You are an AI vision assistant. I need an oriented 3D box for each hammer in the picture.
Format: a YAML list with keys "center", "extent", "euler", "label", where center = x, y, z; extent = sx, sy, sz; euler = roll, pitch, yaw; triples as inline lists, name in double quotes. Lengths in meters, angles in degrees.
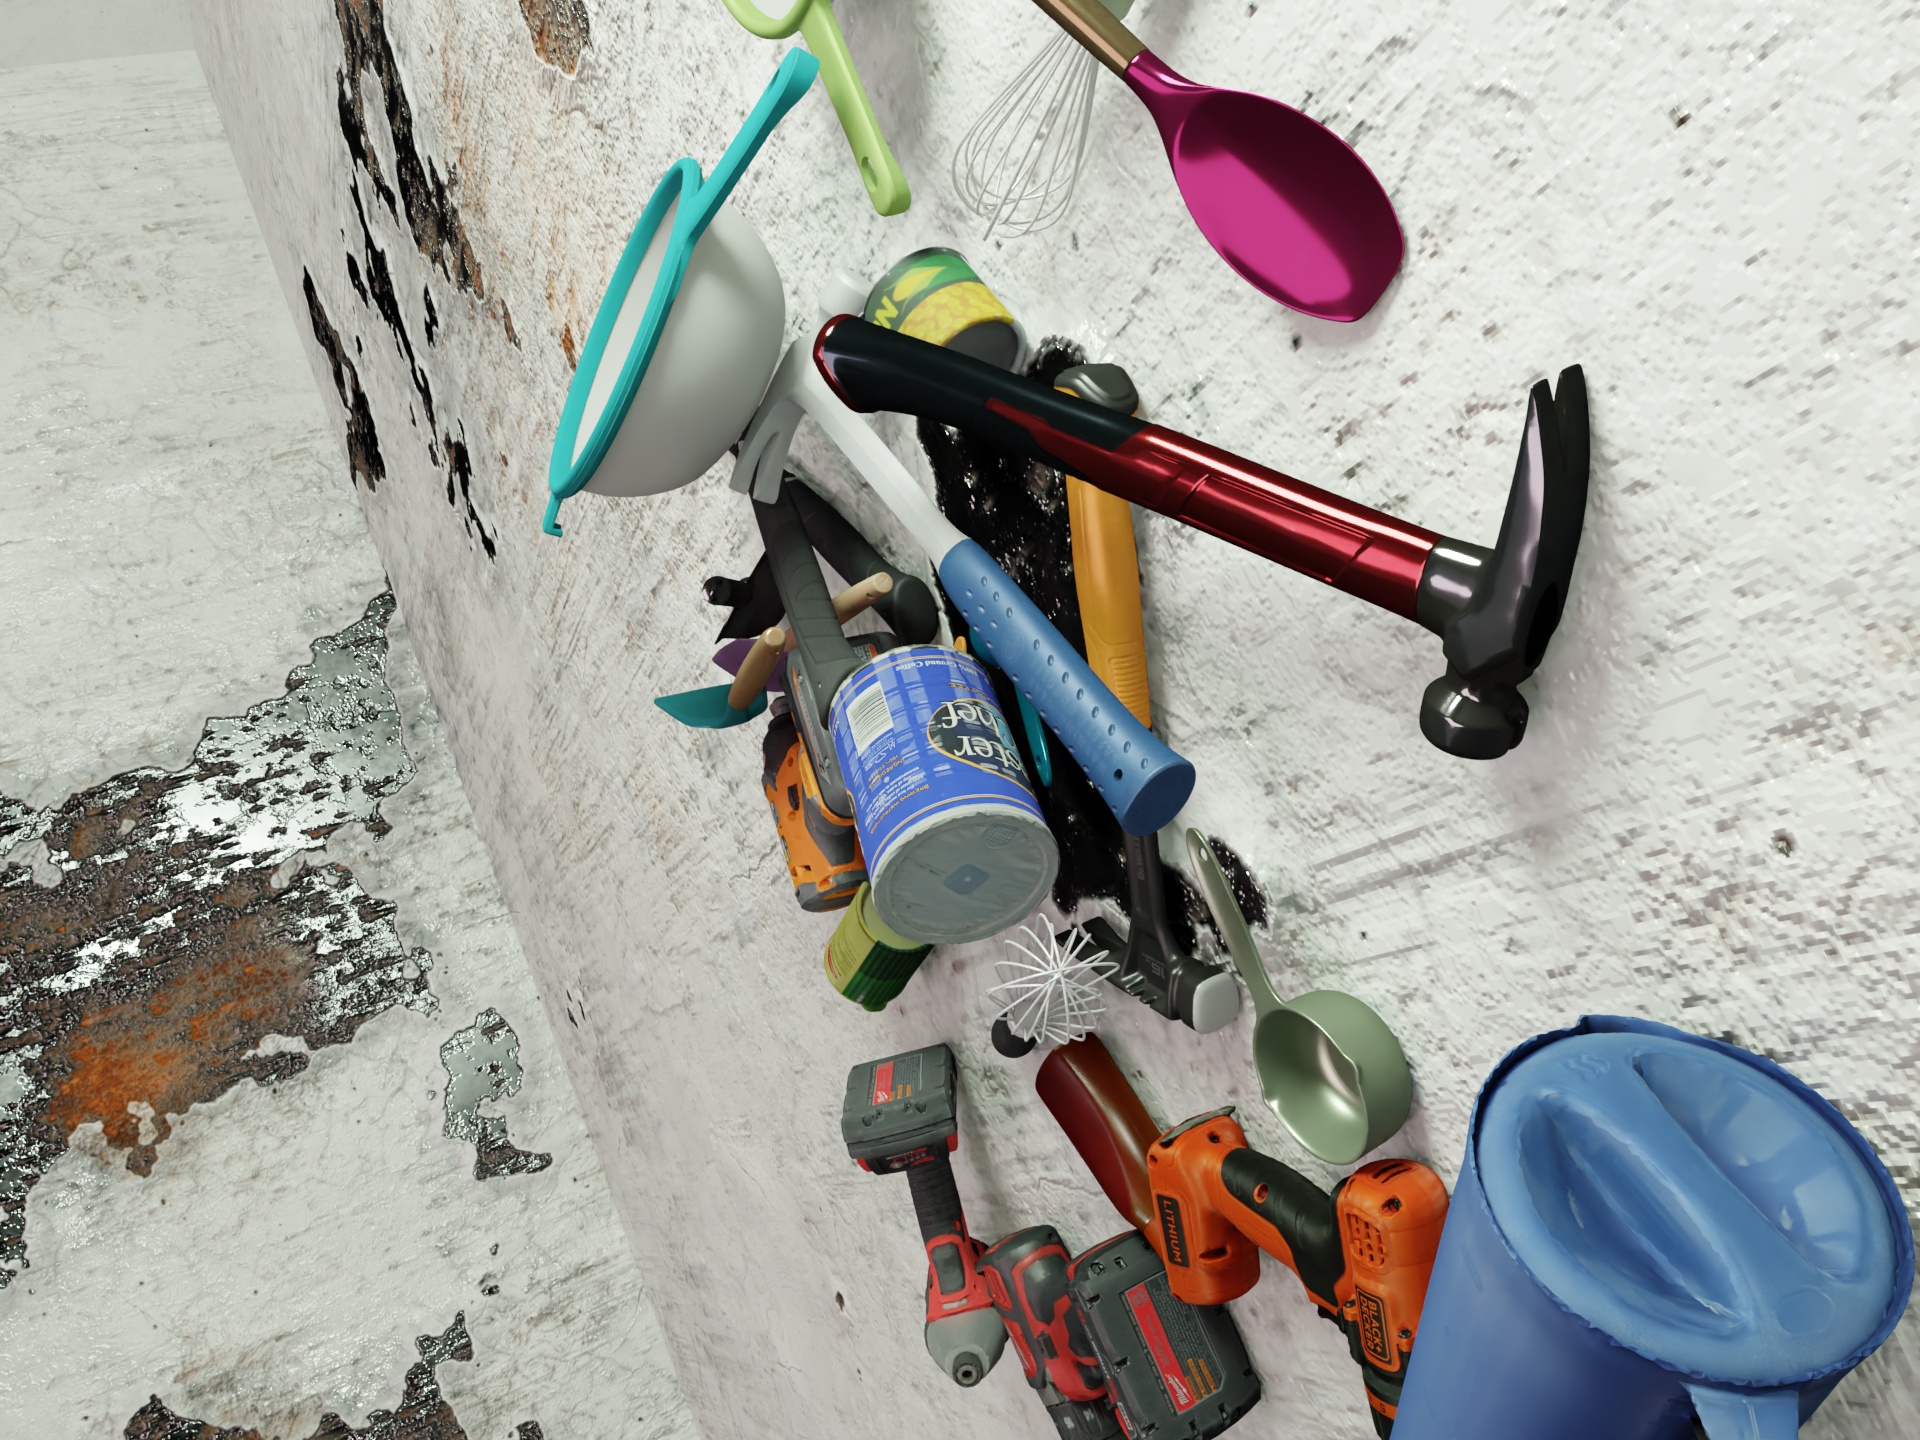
- center: [-0.009, -0.084, 0.822]
  extent: [0.144, 0.035, 0.406]
  euler: [-55, 47, 21]
  label: "hammer"
- center: [0.078, -0.011, 0.805]
  extent: [0.127, 0.034, 0.336]
  euler: [24, 127, 55]
  label: "hammer"
- center: [-0.132, -0.165, 1.112]
  extent: [0.409, 0.036, 0.149]
  euler: [46, 145, 41]
  label: "hammer"
- center: [0.071, -0.124, 0.662]
  extent: [0.387, 0.038, 0.143]
  euler: [30, 133, 38]
  label: "hammer"
- center: [-0.124, -0.140, 1.014]
  extent: [0.146, 0.035, 0.335]
  euler: [-46, 55, 41]
  label: "hammer"

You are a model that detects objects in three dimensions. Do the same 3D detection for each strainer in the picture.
- center: [-0.152, -0.086, 1.110]
  extent: [0.050, 0.087, 0.258]
  euler: [29, -177, -2]
  label: "strainer"
- center: [-0.131, -0.239, 0.898]
  extent: [0.340, 0.095, 0.211]
  euler: [-35, 41, 51]
  label: "strainer"
- center: [-0.058, -0.376, 0.795]
  extent: [0.151, 0.069, 0.256]
  euler: [-25, 87, 62]
  label: "strainer"

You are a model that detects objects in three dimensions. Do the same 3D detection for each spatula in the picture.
- center: [-0.107, -0.057, 1.083]
  extent: [0.059, 0.018, 0.316]
  euler: [33, 159, -15]
  label: "spatula"
- center: [-0.142, -0.029, 1.016]
  extent: [0.317, 0.082, 0.044]
  euler: [147, 111, -73]
  label: "spatula"

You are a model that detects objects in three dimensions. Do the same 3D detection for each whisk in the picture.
- center: [0.055, -0.292, 0.660]
  extent: [0.057, 0.059, 0.246]
  euler: [26, 146, -8]
  label: "whisk"
- center: [0.043, 0.168, 0.923]
  extent: [0.284, 0.070, 0.070]
  euler: [100, 145, -71]
  label: "whisk"

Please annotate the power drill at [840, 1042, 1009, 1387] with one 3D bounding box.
- center: [-0.017, 0.357, 1.136]
  extent: [0.143, 0.078, 0.219]
  euler: [-91, -14, -79]
  label: "power drill"

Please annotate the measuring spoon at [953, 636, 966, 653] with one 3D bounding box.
- center: [-0.002, -0.003, 0.995]
  extent: [0.021, 0.011, 0.116]
  euler: [-120, 29, -49]
  label: "measuring spoon"

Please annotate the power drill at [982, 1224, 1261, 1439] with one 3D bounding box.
- center: [0.097, 0.408, 0.997]
  extent: [0.188, 0.080, 0.226]
  euler: [66, 156, 12]
  label: "power drill"

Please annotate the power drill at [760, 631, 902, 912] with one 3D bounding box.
- center: [-0.090, 0.025, 1.101]
  extent: [0.226, 0.084, 0.164]
  euler: [122, 132, -62]
  label: "power drill"

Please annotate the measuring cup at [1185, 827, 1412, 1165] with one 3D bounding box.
- center: [0.155, 0.121, 0.741]
  extent: [0.168, 0.038, 0.083]
  euler: [66, 153, 16]
  label: "measuring cup"

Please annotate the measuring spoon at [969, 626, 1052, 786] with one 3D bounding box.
- center: [0.026, -0.016, 0.877]
  extent: [0.042, 0.021, 0.129]
  euler: [101, 159, -52]
  label: "measuring spoon"

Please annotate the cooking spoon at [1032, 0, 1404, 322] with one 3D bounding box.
- center: [0.052, -0.273, 0.625]
  extent: [0.319, 0.017, 0.068]
  euler: [47, 141, 13]
  label: "cooking spoon"
